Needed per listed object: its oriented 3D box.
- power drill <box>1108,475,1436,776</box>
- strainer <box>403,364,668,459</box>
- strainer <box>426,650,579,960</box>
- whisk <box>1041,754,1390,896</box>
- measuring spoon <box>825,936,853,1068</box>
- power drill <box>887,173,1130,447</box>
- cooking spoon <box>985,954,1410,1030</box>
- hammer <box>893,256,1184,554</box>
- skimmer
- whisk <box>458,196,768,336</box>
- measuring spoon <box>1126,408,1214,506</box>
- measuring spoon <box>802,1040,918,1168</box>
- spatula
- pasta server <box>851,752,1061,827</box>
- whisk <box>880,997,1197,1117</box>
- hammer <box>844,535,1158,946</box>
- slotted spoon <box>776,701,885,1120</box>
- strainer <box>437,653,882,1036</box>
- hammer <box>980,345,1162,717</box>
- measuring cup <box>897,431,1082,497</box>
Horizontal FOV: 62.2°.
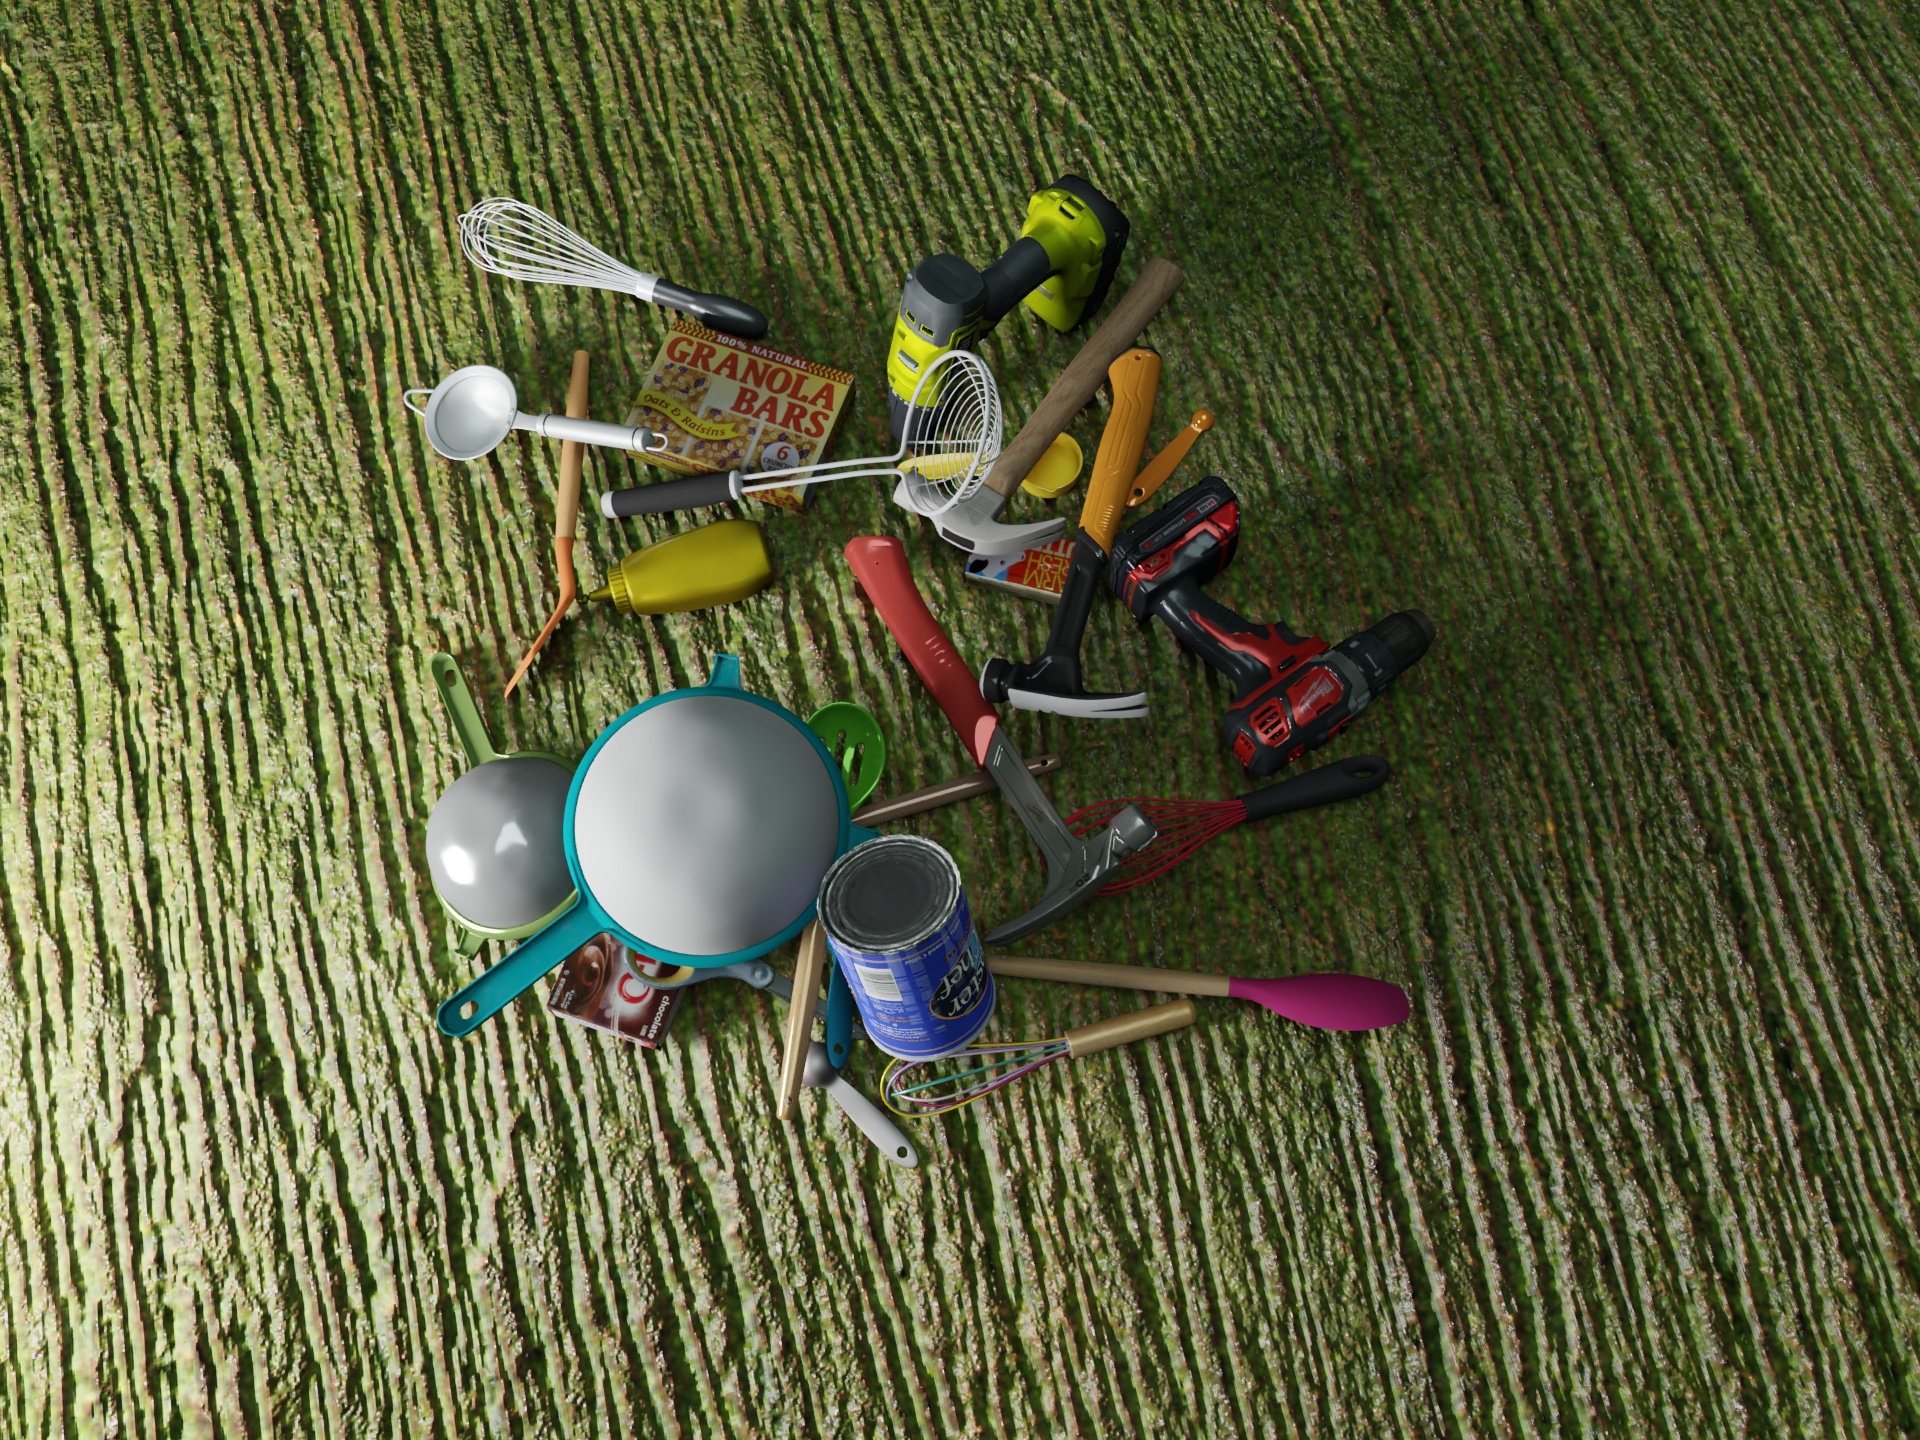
[{"bbox_3d":[0.246,-0.086,1.269,0.188,0.080,0.227,-34,70,-11],"label":"power drill"},{"bbox_3d":[-0.348,-0.244,1.318,0.258,0.050,0.087,12,80,24],"label":"strainer"},{"bbox_3d":[-0.372,0.043,1.224,0.151,0.069,0.257,-30,68,3],"label":"strainer"},{"bbox_3d":[0.202,0.075,1.239,0.296,0.073,0.073,-15,72,-12],"label":"whisk"},{"bbox_3d":[-0.086,0.197,1.199,0.042,0.021,0.129,12,62,-21],"label":"measuring spoon"},{"bbox_3d":[0.028,-0.336,1.323,0.080,0.190,0.228,42,62,12],"label":"power drill"},{"bbox_3d":[0.177,0.199,1.204,0.319,0.017,0.069,4,28,6],"label":"cooking spoon"},{"bbox_3d":[0.091,-0.269,1.335,0.130,0.031,0.331,33,70,11],"label":"hammer"},{"bbox_3d":[-0.135,-0.206,1.254,0.363,0.090,0.127,-6,75,18],"label":"skimmer"},{"bbox_3d":[-0.303,-0.389,1.388,0.284,0.070,0.070,19,72,1],"label":"whisk"},{"bbox_3d":[0.179,-0.226,1.360,0.021,0.011,0.117,38,75,11],"label":"measuring spoon"},{"bbox_3d":[-0.077,0.287,1.183,0.124,0.018,0.034,43,76,12],"label":"measuring spoon"},{"bbox_3d":[-0.335,-0.173,1.319,0.041,0.081,0.323,11,64,-27],"label":"spatula"},{"bbox_3d":[-0.071,0.074,1.245,0.316,0.040,0.060,-16,81,-7],"label":"pasta server"},{"bbox_3d":[0.059,0.245,1.187,0.245,0.051,0.047,-14,67,-8],"label":"whisk"},{"bbox_3d":[-0.002,-0.004,1.240,0.149,0.036,0.359,-37,63,7],"label":"hammer"},{"bbox_3d":[-0.108,0.140,1.197,0.070,0.031,0.314,9,77,-6],"label":"slotted spoon"},{"bbox_3d":[-0.233,0.107,1.129,0.340,0.095,0.211,-38,84,-13],"label":"strainer"},{"bbox_3d":[0.116,-0.155,1.243,0.127,0.034,0.337,8,64,17],"label":"hammer"},{"bbox_3d":[0.025,-0.213,1.348,0.156,0.029,0.062,-4,72,1],"label":"measuring cup"}]
